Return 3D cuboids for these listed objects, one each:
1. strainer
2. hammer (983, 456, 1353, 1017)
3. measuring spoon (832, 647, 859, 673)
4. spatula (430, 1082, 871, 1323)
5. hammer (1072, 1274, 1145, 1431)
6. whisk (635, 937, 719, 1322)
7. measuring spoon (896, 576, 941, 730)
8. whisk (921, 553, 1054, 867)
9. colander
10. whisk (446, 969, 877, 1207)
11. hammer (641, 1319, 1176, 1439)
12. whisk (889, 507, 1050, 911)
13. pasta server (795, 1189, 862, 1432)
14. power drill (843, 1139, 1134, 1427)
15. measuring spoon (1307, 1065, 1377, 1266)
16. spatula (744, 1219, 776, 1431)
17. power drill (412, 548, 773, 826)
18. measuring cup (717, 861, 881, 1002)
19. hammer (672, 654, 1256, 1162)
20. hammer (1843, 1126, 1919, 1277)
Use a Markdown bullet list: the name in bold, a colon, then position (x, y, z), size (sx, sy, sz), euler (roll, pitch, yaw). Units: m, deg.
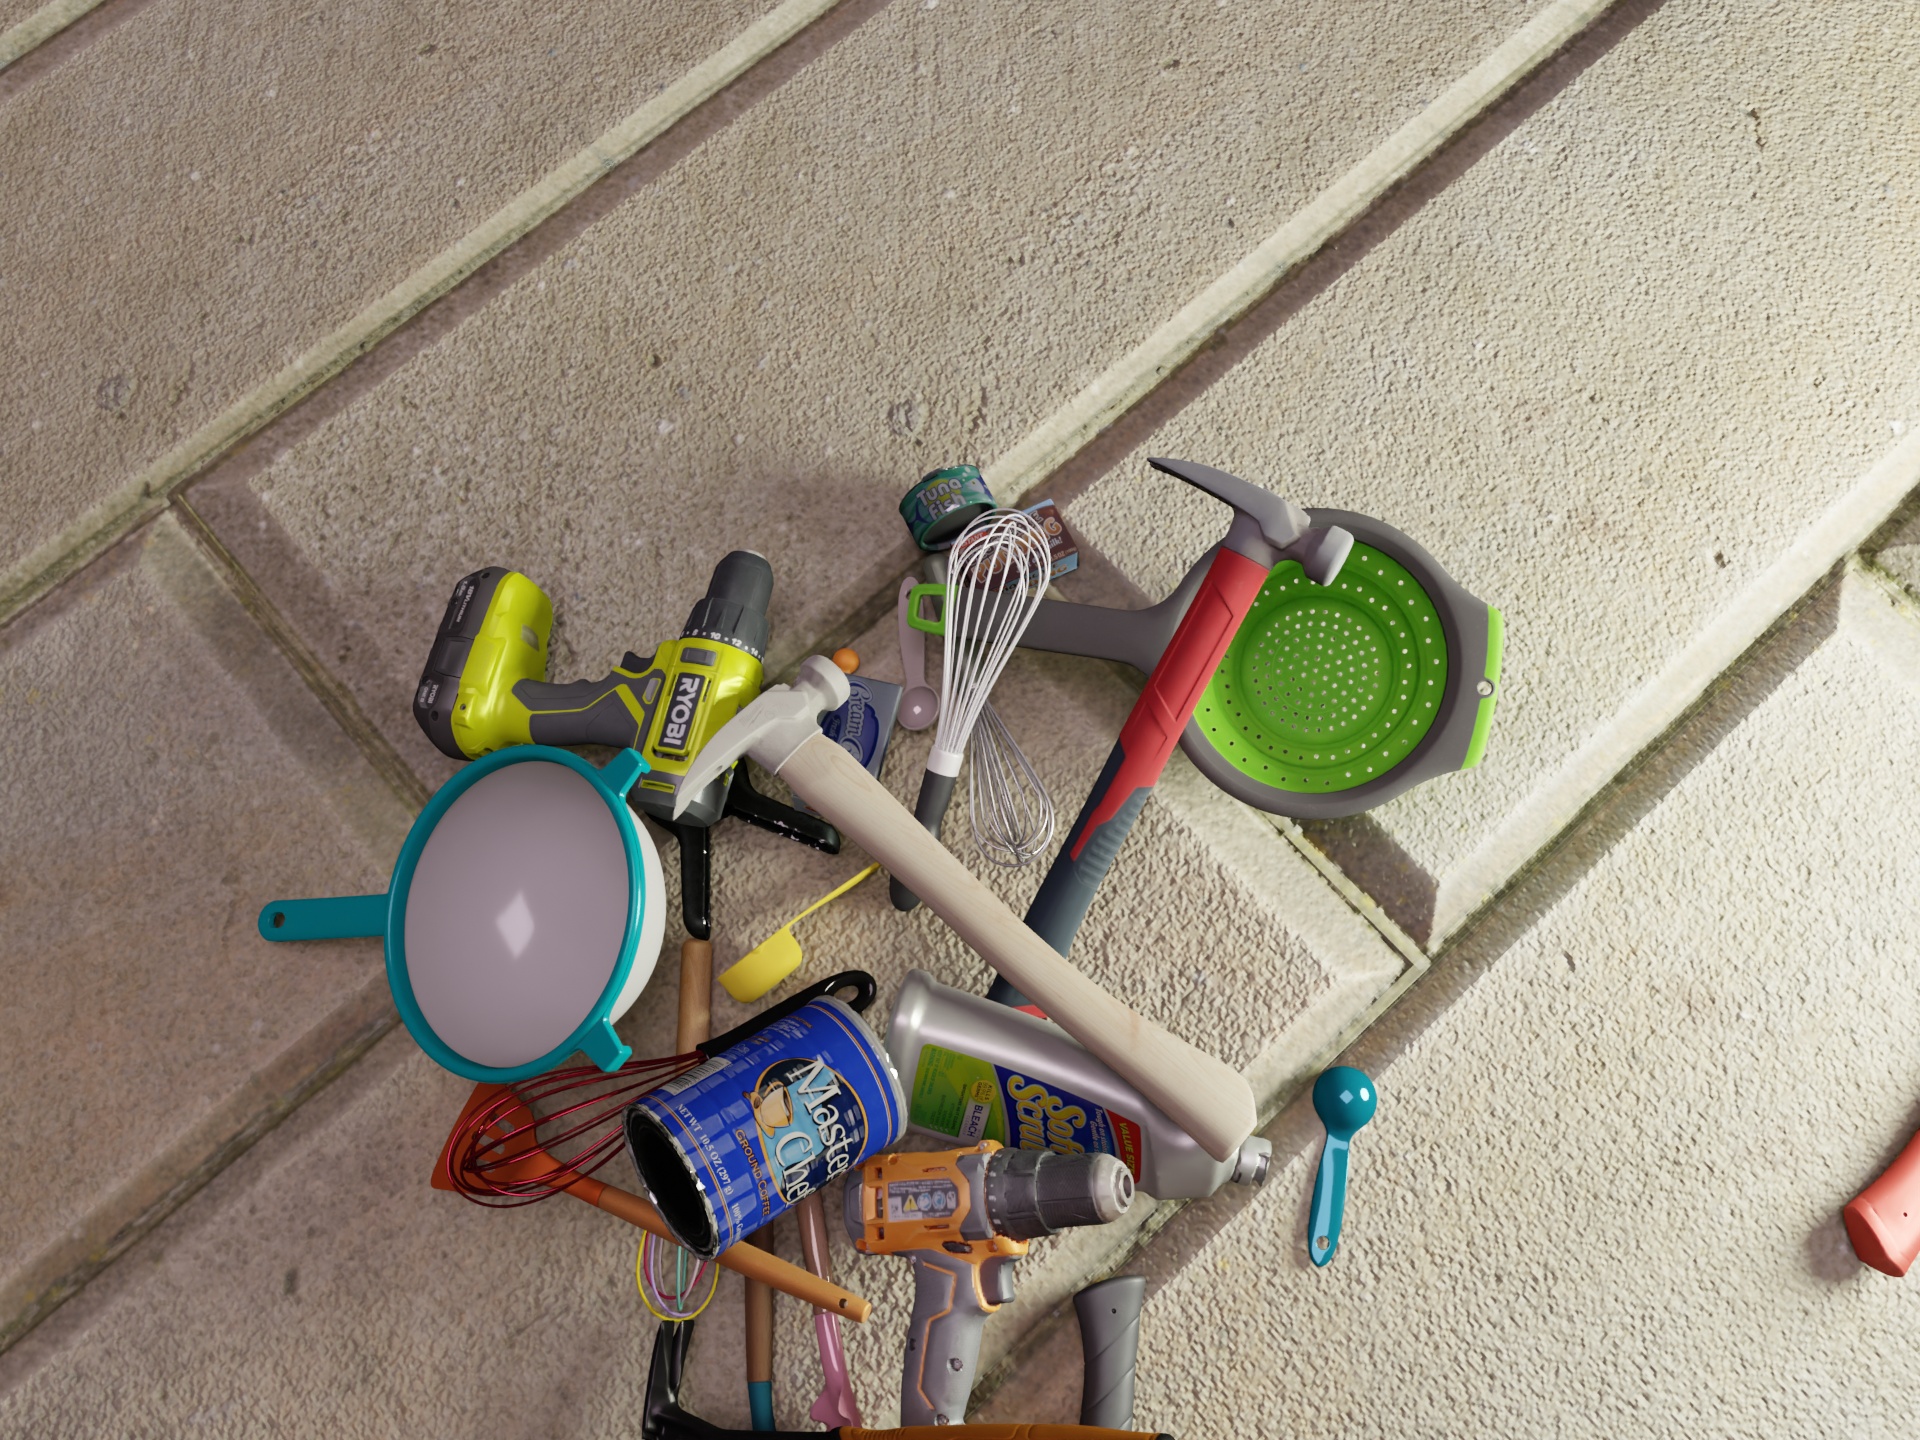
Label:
- **strainer**: position (-0.319, 0.133, 1.057), size (0.340, 0.095, 0.211), euler (-6, 75, 29)
- **hammer**: position (0.102, 0.020, 1.044), size (0.143, 0.038, 0.386), euler (29, 95, 14)
- **measuring spoon**: position (-0.099, -0.005, 1.131), size (0.021, 0.011, 0.117), euler (18, 63, 7)
- **spatula**: position (-0.198, 0.307, 0.993), size (0.323, 0.041, 0.081), euler (17, 70, 20)
- **hammer**: position (0.081, 0.542, 0.941), size (0.149, 0.036, 0.409), euler (5, 72, 3)
- **whisk**: position (-0.181, 0.263, 1.041), size (0.047, 0.051, 0.245), euler (-4, 68, 7)
- **measuring spoon**: position (-0.031, -0.048, 1.153), size (0.034, 0.018, 0.124), euler (-15, 63, 21)
- **whisk**: position (0.012, -0.012, 1.123), size (0.059, 0.057, 0.247), euler (-23, 66, 16)
- **colander**: position (0.162, -0.049, 1.100), size (0.397, 0.094, 0.204), euler (9, 91, 14)
- **whisk**: position (-0.180, 0.224, 1.008), size (0.296, 0.073, 0.073), euler (-21, 71, -28)
- **hammer**: position (-0.038, 0.408, 0.902), size (0.337, 0.034, 0.127), euler (-10, 66, 25)
- **whisk**: position (-0.001, -0.003, 1.066), size (0.070, 0.070, 0.284), euler (17, 101, 8)
- **pasta server**: position (-0.097, 0.349, 1.011), size (0.040, 0.060, 0.316), euler (1, 65, -30)
- **power drill**: position (0.022, 0.368, 0.952), size (0.185, 0.084, 0.226), euler (-13, 68, 25)
- **measuring spoon**: position (0.242, 0.286, 1.024), size (0.042, 0.021, 0.129), euler (12, 71, 6)
- **spatula**: position (-0.131, 0.387, 0.996), size (0.082, 0.044, 0.318), euler (-14, 67, 27)
- **power drill**: position (-0.244, -0.038, 1.100), size (0.228, 0.080, 0.191), euler (9, 72, 17)
- **measuring cup**: position (-0.094, 0.139, 1.080), size (0.156, 0.062, 0.029), euler (-35, 88, -20)
- **hammer**: position (0.008, 0.131, 0.993), size (0.411, 0.038, 0.146), euler (40, 60, 11)
- **hammer**: position (0.688, 0.208, 1.025), size (0.149, 0.036, 0.359), euler (37, 76, 13)
